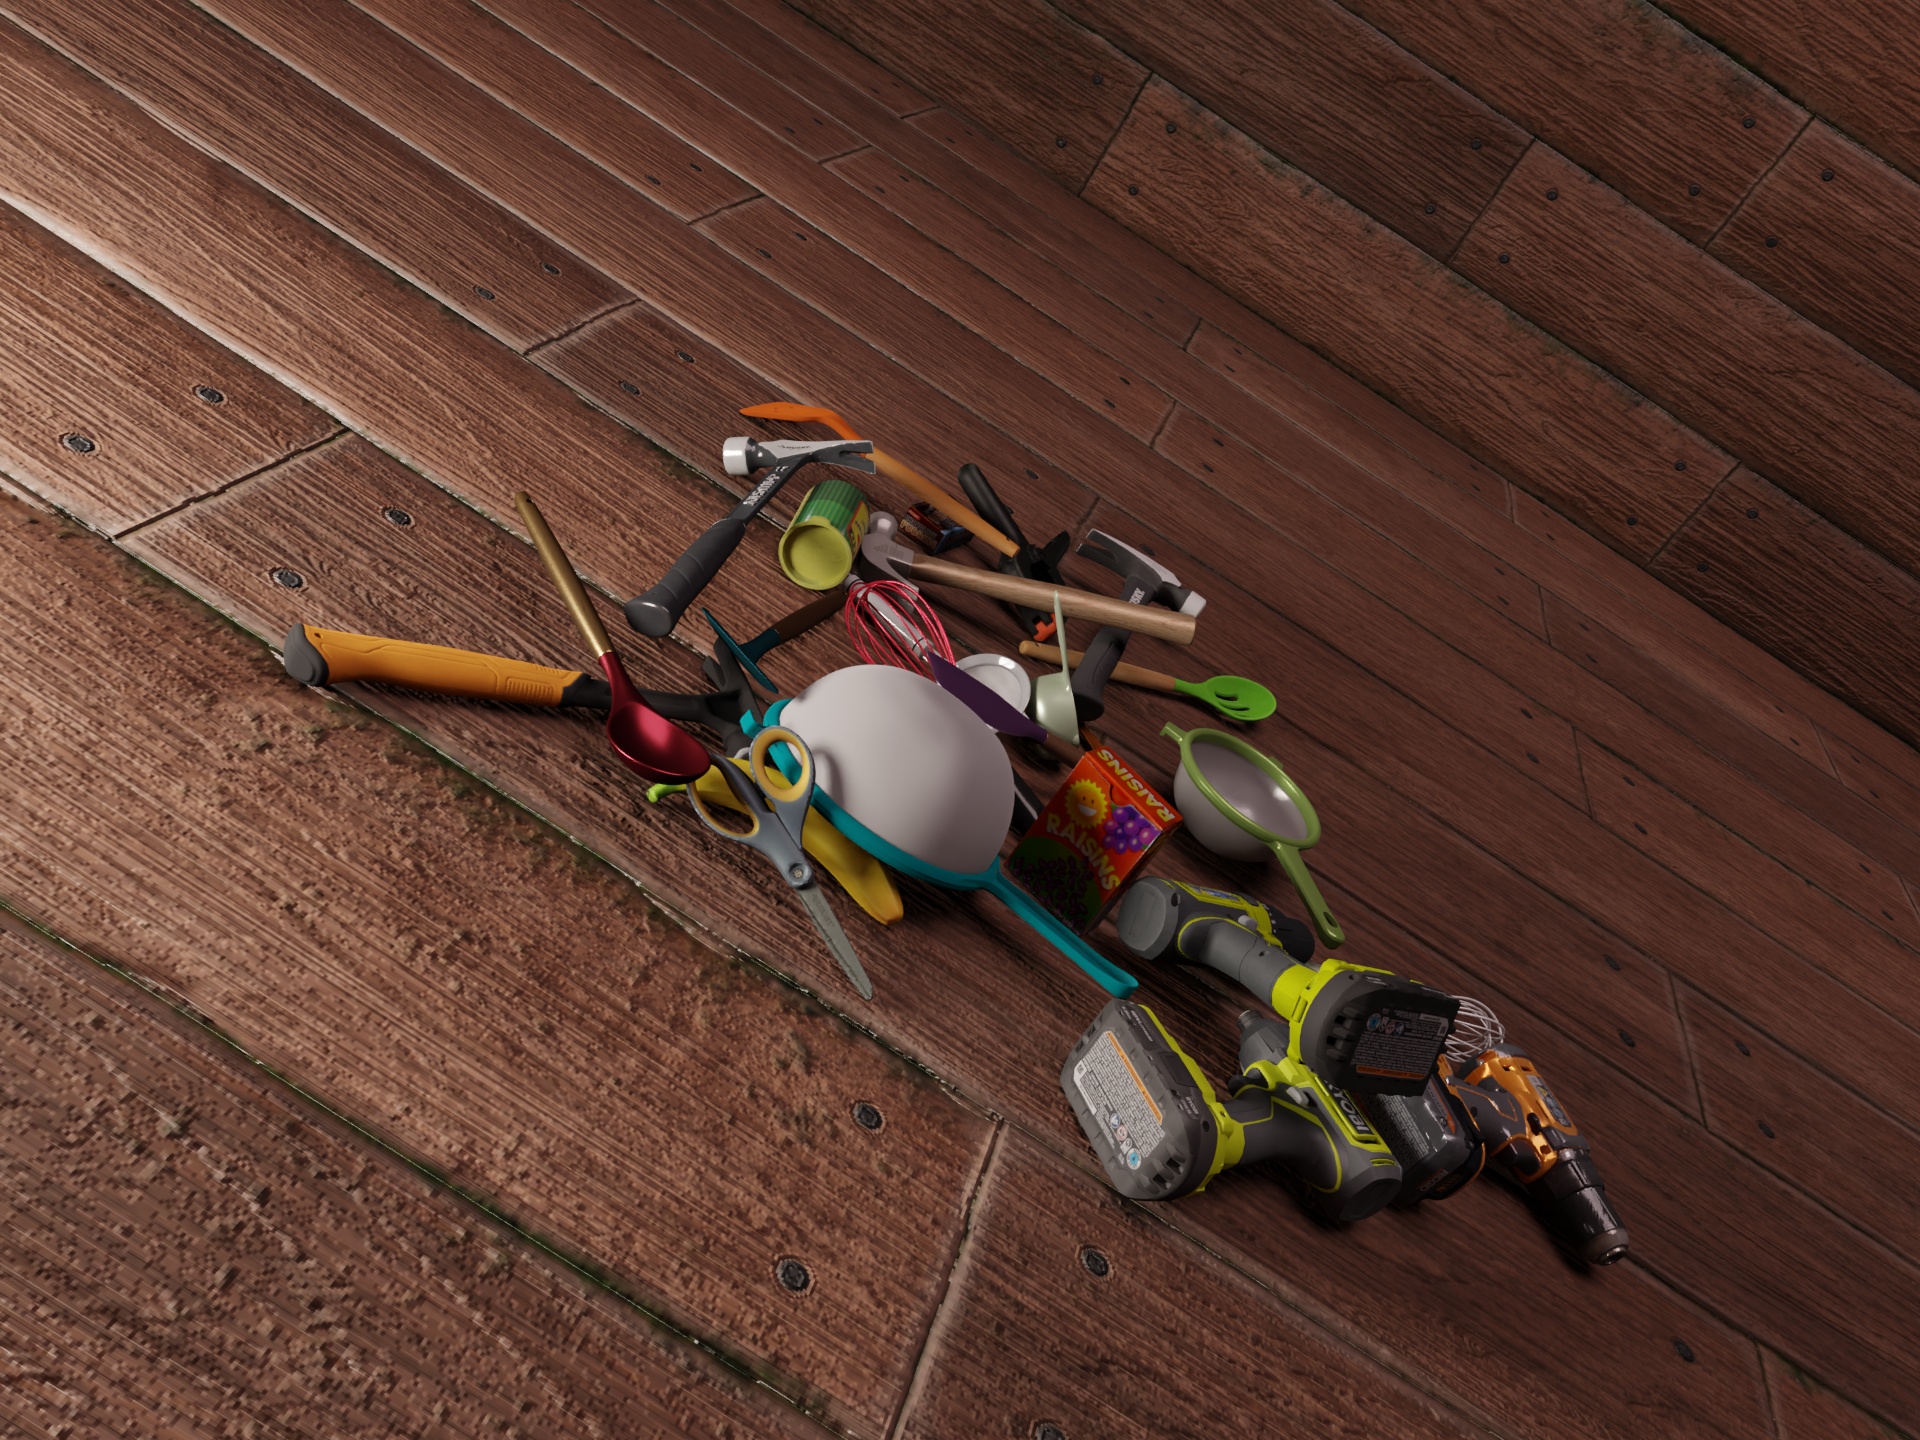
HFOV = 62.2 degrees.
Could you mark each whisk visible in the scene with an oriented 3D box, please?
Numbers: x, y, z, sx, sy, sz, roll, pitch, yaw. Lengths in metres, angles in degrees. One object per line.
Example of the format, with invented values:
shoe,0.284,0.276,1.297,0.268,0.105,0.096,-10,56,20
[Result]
whisk,-0.002,-0.004,1.321,0.073,0.073,0.296,-15,64,-53
whisk,0.356,0.236,1.343,0.246,0.057,0.059,21,62,-14

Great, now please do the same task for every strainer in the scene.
strainer,0.260,0.115,1.400,0.151,0.069,0.257,17,34,-33
strainer,-0.026,-0.058,1.404,0.087,0.050,0.259,-41,65,-15
strainer,0.014,0.063,1.164,0.340,0.095,0.211,39,16,11

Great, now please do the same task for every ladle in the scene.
ladle,-0.259,-0.062,1.124,0.069,0.031,0.316,3,42,-44

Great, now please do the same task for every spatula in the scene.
spatula,-0.076,-0.250,1.607,0.323,0.041,0.081,36,29,12
spatula,-0.135,-0.077,1.281,0.082,0.044,0.317,47,20,-2
spatula,0.085,0.026,1.330,0.315,0.018,0.060,31,27,-38

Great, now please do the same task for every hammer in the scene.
hammer,0.149,-0.090,1.579,0.146,0.035,0.335,35,33,0
hammer,-0.293,-0.030,1.106,0.336,0.034,0.127,9,39,-37
hammer,-0.183,-0.164,1.329,0.149,0.036,0.409,0,27,12
hammer,0.064,-0.121,1.514,0.331,0.031,0.130,13,36,-5

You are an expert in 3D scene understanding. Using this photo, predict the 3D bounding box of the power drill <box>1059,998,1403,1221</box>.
power drill,0.186,0.264,1.108,0.223,0.080,0.171,14,30,-37

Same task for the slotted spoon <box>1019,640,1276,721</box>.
slotted spoon,0.192,-0.043,1.609,0.313,0.031,0.070,12,37,-30

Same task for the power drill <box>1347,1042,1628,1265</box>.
power drill,0.408,0.330,1.226,0.226,0.084,0.186,16,35,-37

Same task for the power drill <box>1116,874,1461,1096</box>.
power drill,0.250,0.189,1.180,0.190,0.080,0.229,15,9,-37

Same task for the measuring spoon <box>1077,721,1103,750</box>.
measuring spoon,0.128,0.036,1.451,0.021,0.011,0.117,-2,49,-47

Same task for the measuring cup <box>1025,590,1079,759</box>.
measuring cup,0.074,-0.038,1.364,0.038,0.167,0.083,-10,37,-3
